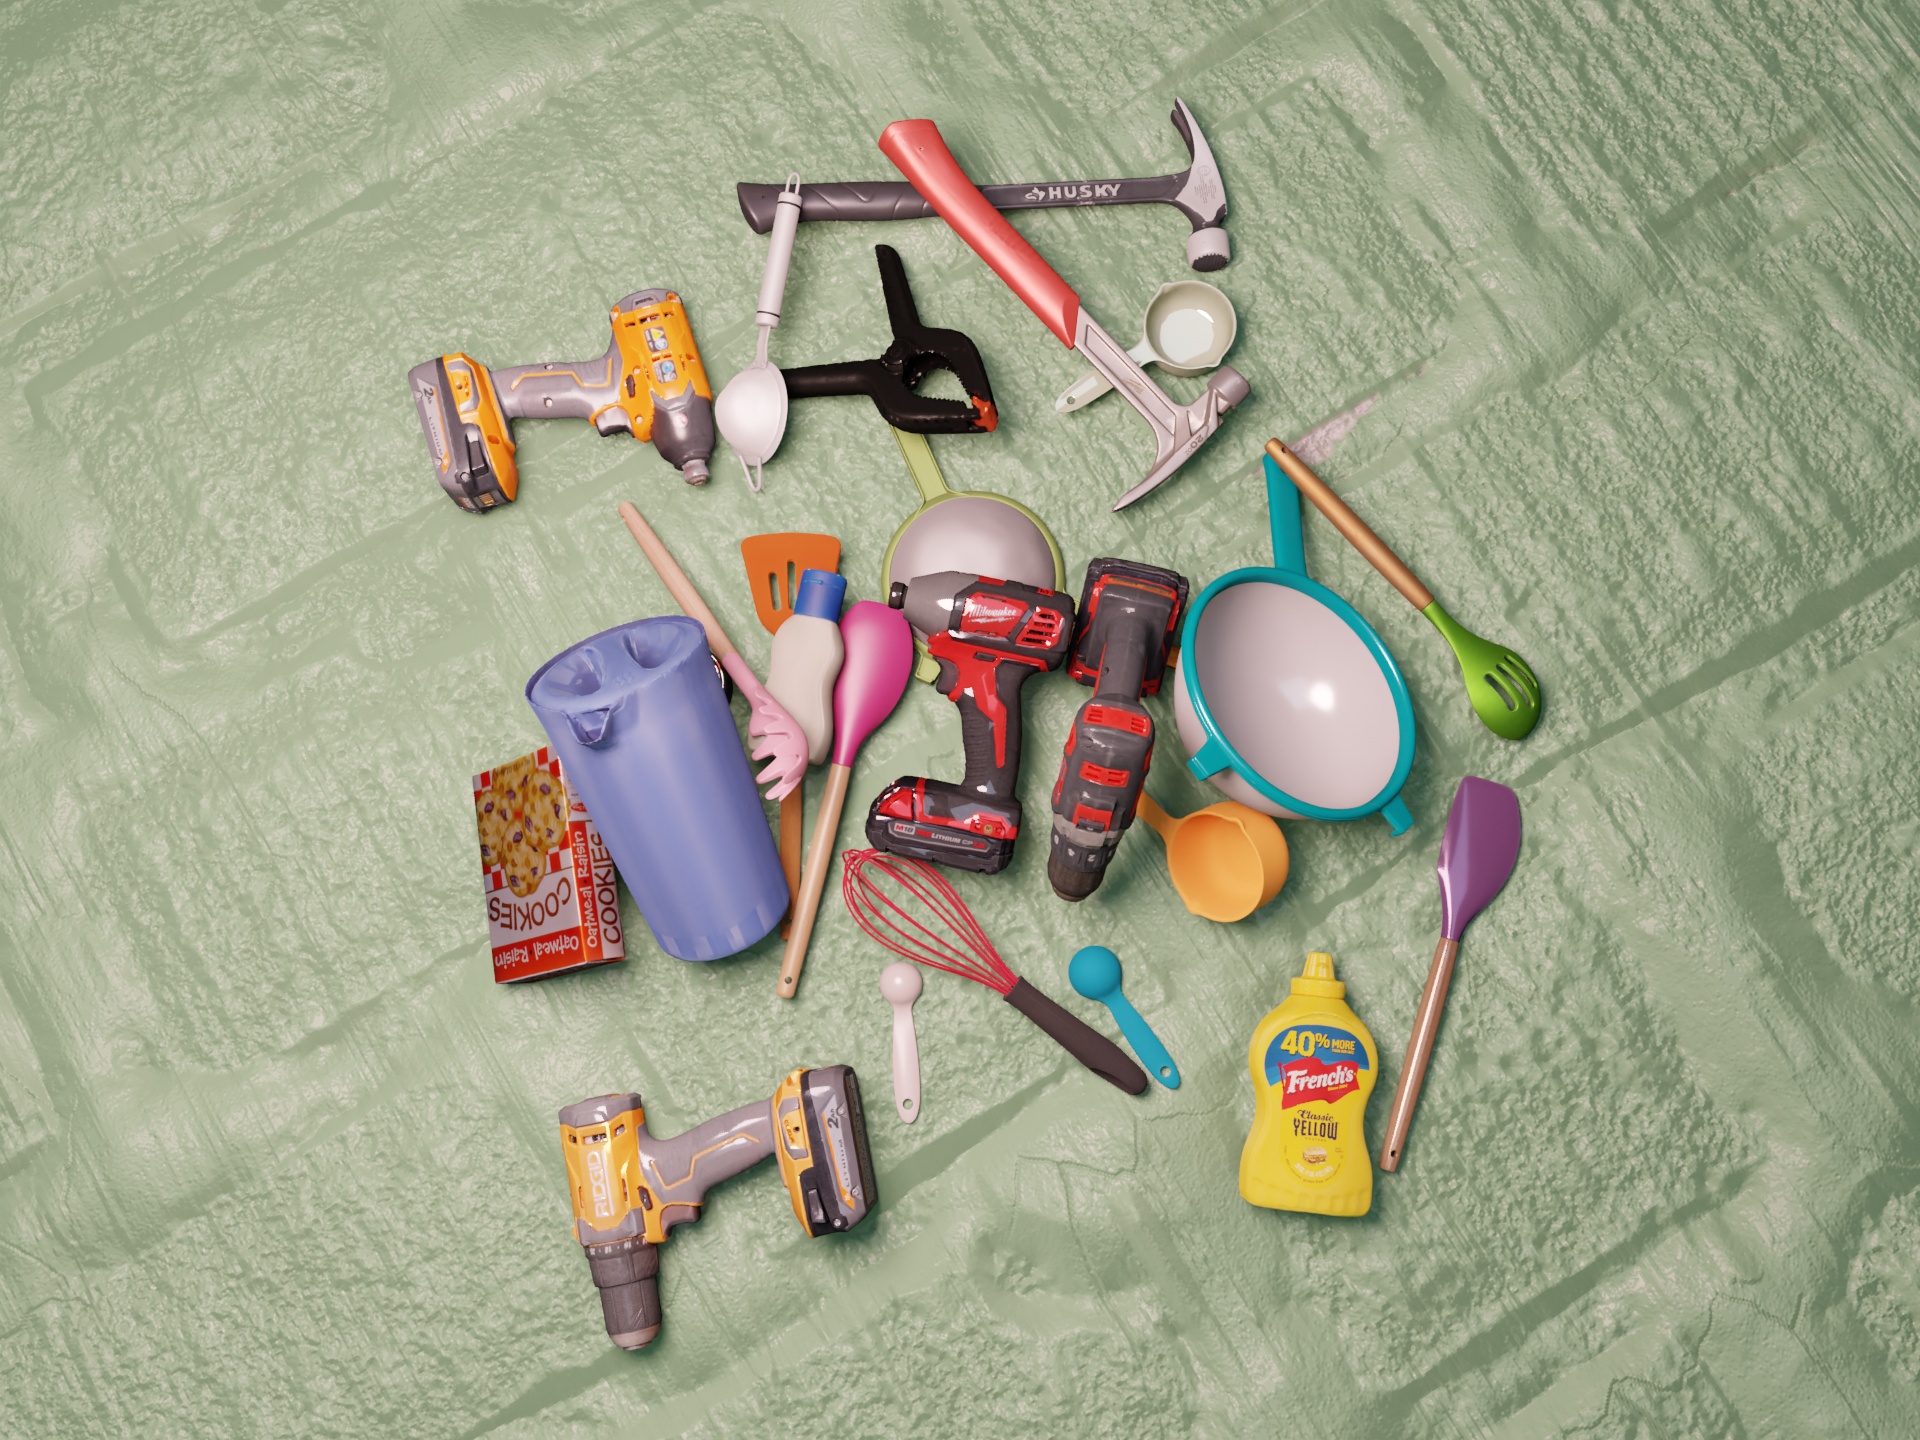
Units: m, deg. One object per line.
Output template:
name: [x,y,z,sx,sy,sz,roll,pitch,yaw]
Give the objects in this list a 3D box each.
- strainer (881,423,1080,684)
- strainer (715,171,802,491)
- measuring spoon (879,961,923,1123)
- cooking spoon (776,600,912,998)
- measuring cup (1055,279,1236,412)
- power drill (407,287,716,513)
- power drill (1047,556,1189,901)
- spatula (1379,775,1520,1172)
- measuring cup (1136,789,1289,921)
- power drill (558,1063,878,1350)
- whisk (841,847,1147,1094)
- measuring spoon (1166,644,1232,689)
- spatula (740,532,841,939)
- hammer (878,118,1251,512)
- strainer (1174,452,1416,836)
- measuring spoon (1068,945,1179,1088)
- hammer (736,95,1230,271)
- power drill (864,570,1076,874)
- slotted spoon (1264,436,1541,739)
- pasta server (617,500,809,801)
strainer: [-0.011,-0.168,1.282,0.151,0.069,0.256,-23,82,-3]
strainer: [-0.161,-0.318,1.293,0.087,0.050,0.258,13,92,47]
measuring spoon: [-0.044,0.250,1.236,0.034,0.018,0.124,-4,81,0]
cooking spoon: [-0.099,0.061,1.249,0.068,0.017,0.319,14,84,-4]
measuring cup: [0.151,-0.299,1.322,0.167,0.038,0.083,-32,83,1]
power drill: [-0.315,-0.245,1.297,0.226,0.084,0.164,-18,81,-6]
power drill: [0.109,0.008,1.194,0.080,0.187,0.227,12,45,3]
spatula: [0.377,0.197,1.240,0.060,0.018,0.316,19,80,3]
measuring cup: [0.182,0.081,1.245,0.052,0.095,0.174,-16,47,-43]
power drill: [-0.180,0.360,1.191,0.226,0.084,0.185,-11,81,3]
whisk: [0.024,0.194,1.227,0.296,0.073,0.073,38,83,2]
measuring spoon: [0.167,-0.056,1.289,0.117,0.011,0.021,26,82,5]
spatula: [-0.136,0.012,1.268,0.081,0.041,0.323,0,81,0]
hammer: [0.060,-0.341,1.286,0.149,0.037,0.359,-44,89,3]
strainer: [0.240,-0.061,1.255,0.211,0.095,0.341,16,57,-21]
measuring spoon: [0.131,0.231,1.235,0.042,0.021,0.129,-35,80,-5]
hammer: [0.018,-0.443,1.333,0.409,0.036,0.149,-3,78,-4]
power drill: [-0.002,-0.004,1.219,0.143,0.078,0.219,13,97,0]
slotted spoon: [0.355,-0.110,1.273,0.070,0.031,0.314,-41,85,-25]
pasta server: [-0.199,-0.064,1.239,0.040,0.060,0.316,-21,58,-29]
